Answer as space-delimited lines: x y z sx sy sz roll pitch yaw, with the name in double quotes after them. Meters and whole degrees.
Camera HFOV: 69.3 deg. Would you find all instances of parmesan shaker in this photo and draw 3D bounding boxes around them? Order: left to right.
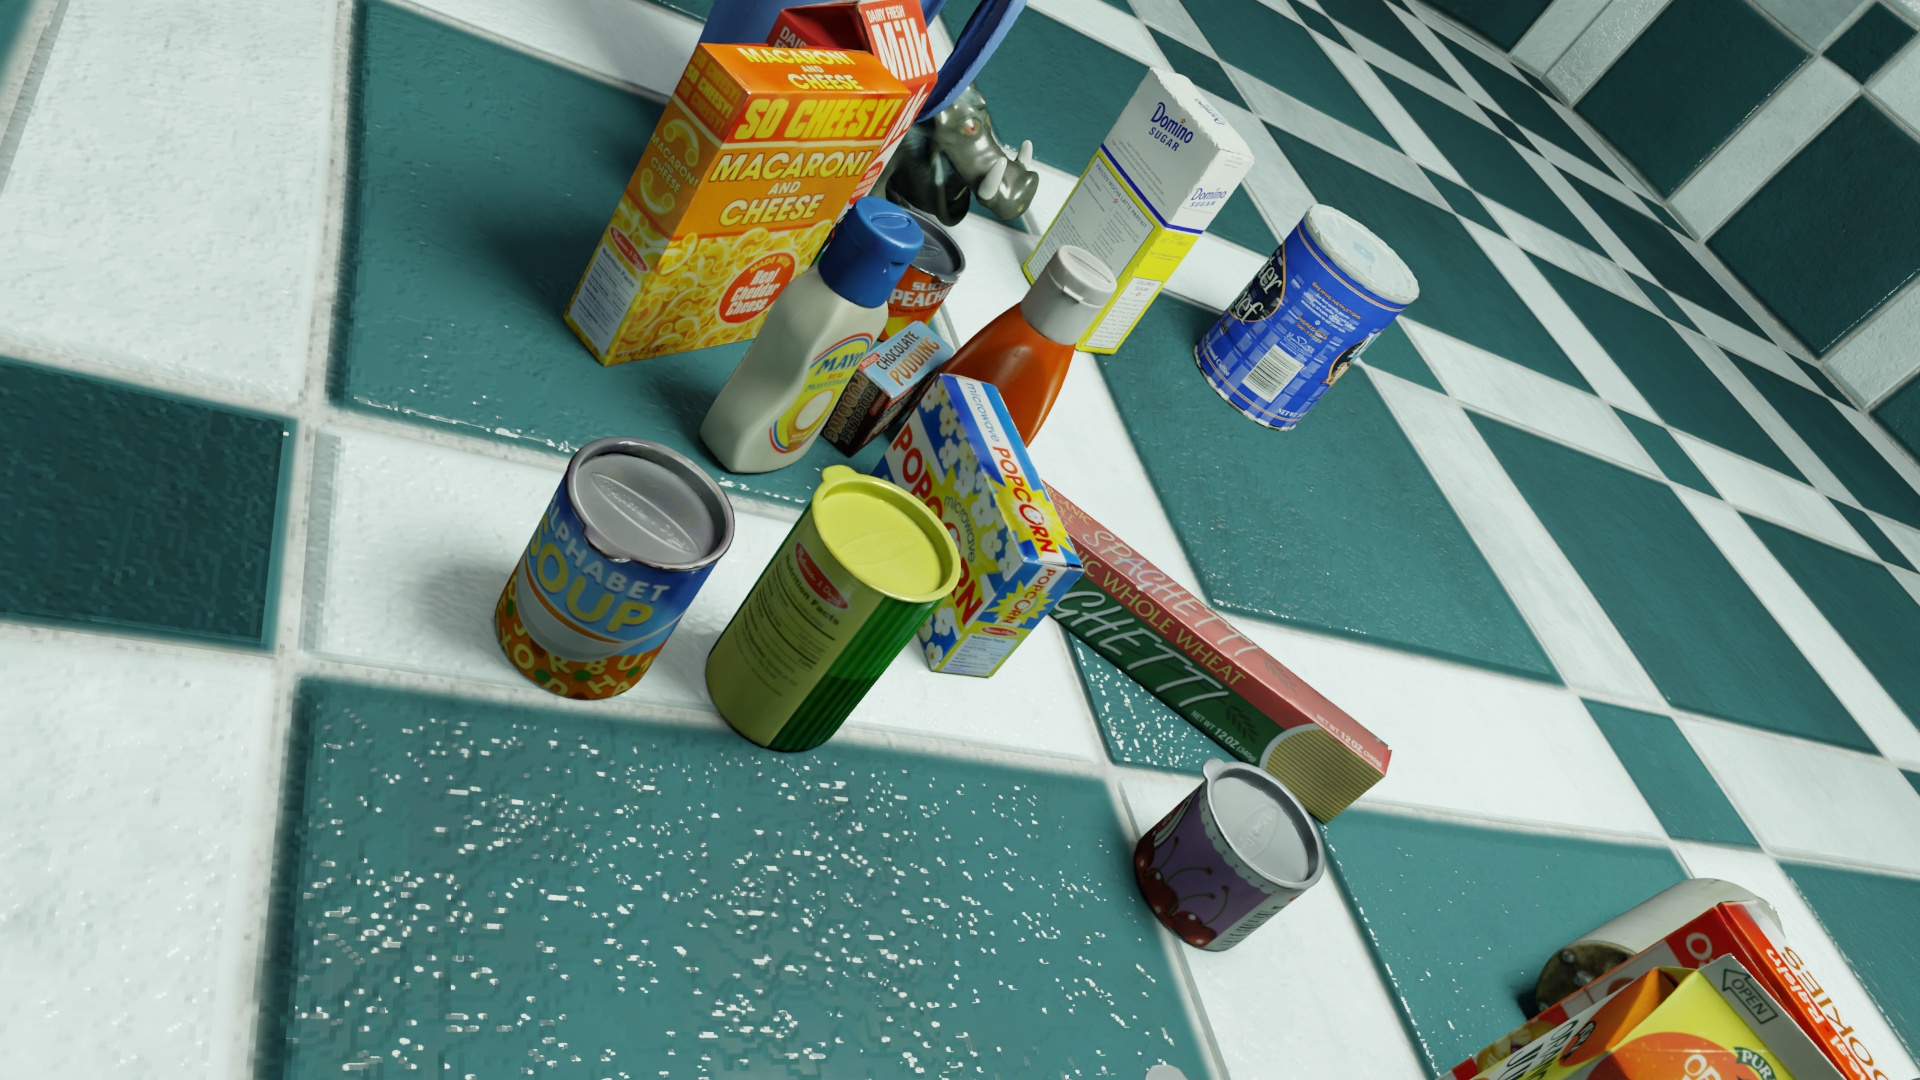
-0.056 0.029 0.572 0.071 0.102 0.072 24 36 -19 "parmesan shaker"

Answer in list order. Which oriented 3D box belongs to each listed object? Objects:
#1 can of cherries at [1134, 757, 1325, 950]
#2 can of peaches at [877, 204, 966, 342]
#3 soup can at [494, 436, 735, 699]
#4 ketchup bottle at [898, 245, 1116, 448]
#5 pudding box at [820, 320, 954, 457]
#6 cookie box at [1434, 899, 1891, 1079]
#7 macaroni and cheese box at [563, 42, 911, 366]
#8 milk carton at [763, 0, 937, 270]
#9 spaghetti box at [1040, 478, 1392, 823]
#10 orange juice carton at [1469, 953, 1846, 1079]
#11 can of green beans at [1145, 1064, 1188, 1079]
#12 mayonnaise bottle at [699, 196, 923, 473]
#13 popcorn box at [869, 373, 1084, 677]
0.121 0.143 0.640 0.071 0.058 0.072 24 36 -19 "can of cherries"
-0.038 -0.160 0.848 0.071 0.057 0.071 24 36 -19 "can of peaches"
-0.136 0.013 0.535 0.071 0.083 0.072 24 36 -19 "soup can"
0.027 -0.090 0.745 0.065 0.148 0.044 34 34 -7 "ketchup bottle"
-0.041 -0.085 0.765 0.030 0.049 0.084 40 34 3 "pudding box"
0.299 0.247 0.584 0.040 0.166 0.123 5 46 -39 "cookie box"
-0.112 -0.167 0.692 0.040 0.165 0.124 48 35 13 "macaroni and cheese box"
-0.080 -0.232 0.776 0.073 0.189 0.073 41 34 3 "milk carton"
0.115 0.057 0.742 0.250 0.050 0.029 37 34 -1 "spaghetti box"
0.240 0.231 0.526 0.073 0.191 0.072 -16 61 -50 "orange juice carton"
0.066 0.233 0.486 0.071 0.057 0.071 24 36 -19 "can of green beans"
-0.069 -0.096 0.665 0.041 0.147 0.065 49 35 15 "mayonnaise bottle"
0.002 -0.009 0.684 0.038 0.084 0.127 9 44 -36 "popcorn box"
